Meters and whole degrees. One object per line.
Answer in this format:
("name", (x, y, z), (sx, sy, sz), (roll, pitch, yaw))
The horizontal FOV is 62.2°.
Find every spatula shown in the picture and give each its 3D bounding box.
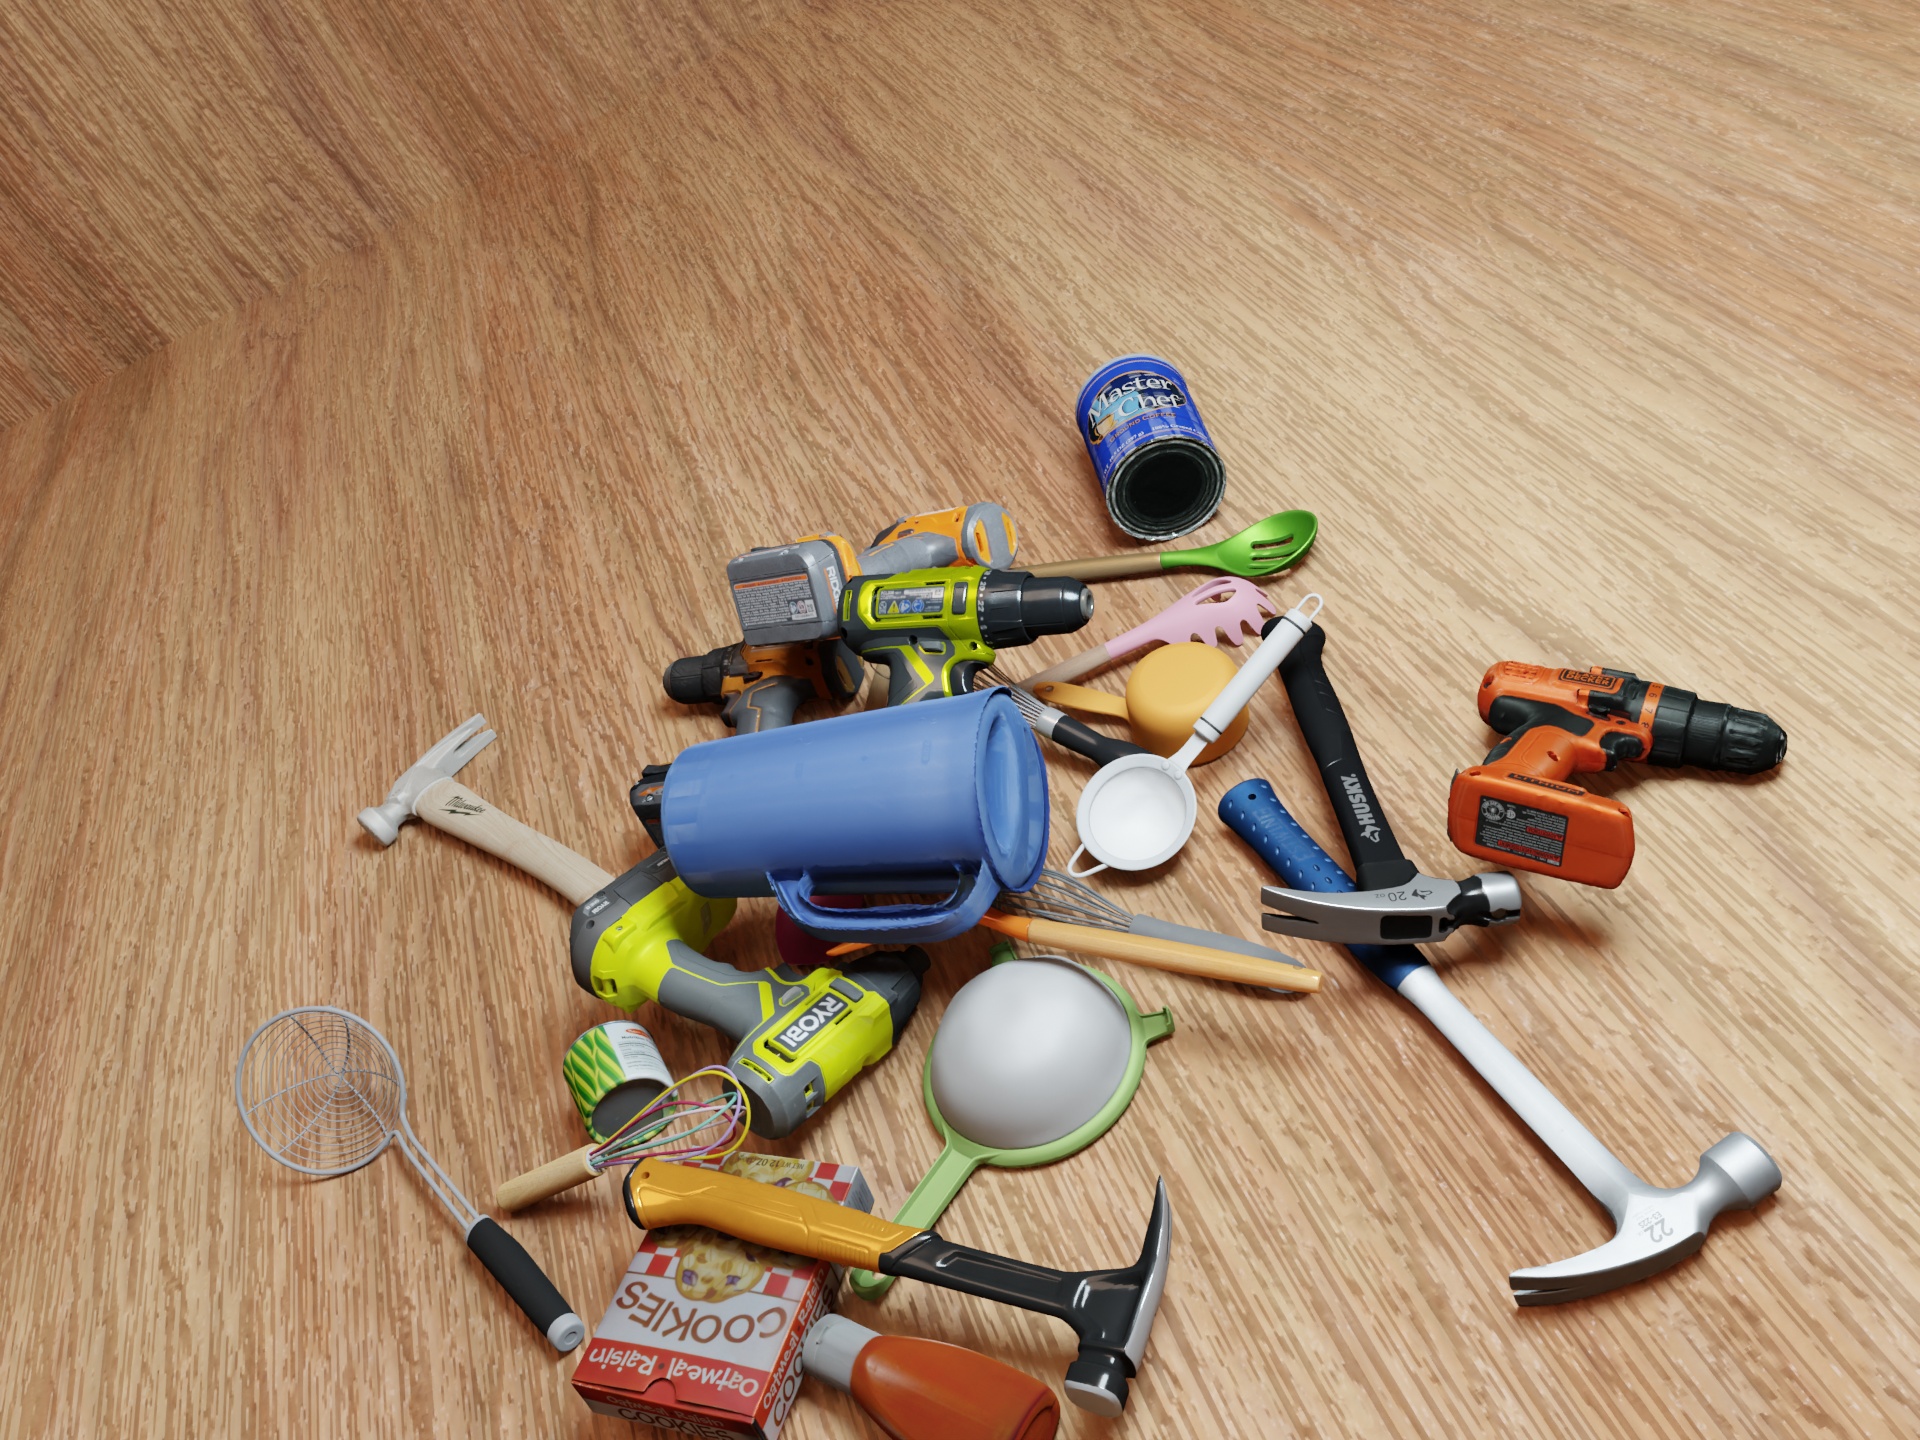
("spatula", (0.067, 0.144, 0.997), (0.323, 0.041, 0.081), (6, 13, 28))

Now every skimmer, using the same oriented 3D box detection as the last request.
("skimmer", (-0.385, 0.319, 1.094), (0.364, 0.090, 0.127), (27, 96, 41))

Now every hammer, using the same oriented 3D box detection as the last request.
("hammer", (-0.047, 0.293, 0.915), (0.337, 0.034, 0.127), (5, 45, 25))
("hammer", (0.271, 0.163, 0.941), (0.144, 0.035, 0.406), (-32, 41, -5))
("hammer", (-0.356, 0.104, 1.343), (0.411, 0.038, 0.146), (21, 59, 41))
("hammer", (0.246, 0.027, 1.061), (0.146, 0.035, 0.335), (-7, 35, 2))

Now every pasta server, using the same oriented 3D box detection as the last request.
("pasta server", (0.094, -0.037, 1.254), (0.316, 0.040, 0.060), (-25, 40, 9))

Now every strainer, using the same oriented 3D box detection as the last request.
("strainer", (0.006, 0.236, 0.983), (0.152, 0.069, 0.256), (17, 56, 39))
("strainer", (0.168, 0.014, 1.105), (0.258, 0.050, 0.087), (-51, 57, 3))

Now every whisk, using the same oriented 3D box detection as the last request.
("whisk", (0.116, 0.141, 1.045), (0.239, 0.055, 0.055), (13, 54, 31))
("whisk", (-0.223, 0.283, 1.033), (0.245, 0.047, 0.051), (-29, 17, 31))
("whisk", (0.045, -0.011, 1.207), (0.285, 0.070, 0.070), (28, 64, 29))

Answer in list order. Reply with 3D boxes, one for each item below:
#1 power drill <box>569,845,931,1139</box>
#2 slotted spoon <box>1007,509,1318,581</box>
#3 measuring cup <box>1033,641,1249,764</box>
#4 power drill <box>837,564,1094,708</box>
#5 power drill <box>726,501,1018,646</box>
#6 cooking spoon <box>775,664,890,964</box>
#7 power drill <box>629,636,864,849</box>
("power drill", (-0.145, 0.174, 1.098), (0.223, 0.080, 0.171), (25, 44, 31))
("slotted spoon", (0.145, -0.131, 1.322), (0.314, 0.031, 0.070), (-4, 46, 27))
("measuring cup", (0.128, -0.024, 1.184), (0.174, 0.052, 0.095), (12, 54, 26))
("power drill", (-0.002, -0.004, 1.155), (0.190, 0.080, 0.229), (-1, 75, 23))
("power drill", (-0.082, -0.126, 1.335), (0.164, 0.084, 0.226), (-3, 15, 46))
("cooking spoon", (-0.086, 0.061, 1.254), (0.069, 0.017, 0.319), (-5, 46, 18))
("power drill", (-0.194, 0.012, 1.318), (0.185, 0.084, 0.226), (-5, 41, 24))
